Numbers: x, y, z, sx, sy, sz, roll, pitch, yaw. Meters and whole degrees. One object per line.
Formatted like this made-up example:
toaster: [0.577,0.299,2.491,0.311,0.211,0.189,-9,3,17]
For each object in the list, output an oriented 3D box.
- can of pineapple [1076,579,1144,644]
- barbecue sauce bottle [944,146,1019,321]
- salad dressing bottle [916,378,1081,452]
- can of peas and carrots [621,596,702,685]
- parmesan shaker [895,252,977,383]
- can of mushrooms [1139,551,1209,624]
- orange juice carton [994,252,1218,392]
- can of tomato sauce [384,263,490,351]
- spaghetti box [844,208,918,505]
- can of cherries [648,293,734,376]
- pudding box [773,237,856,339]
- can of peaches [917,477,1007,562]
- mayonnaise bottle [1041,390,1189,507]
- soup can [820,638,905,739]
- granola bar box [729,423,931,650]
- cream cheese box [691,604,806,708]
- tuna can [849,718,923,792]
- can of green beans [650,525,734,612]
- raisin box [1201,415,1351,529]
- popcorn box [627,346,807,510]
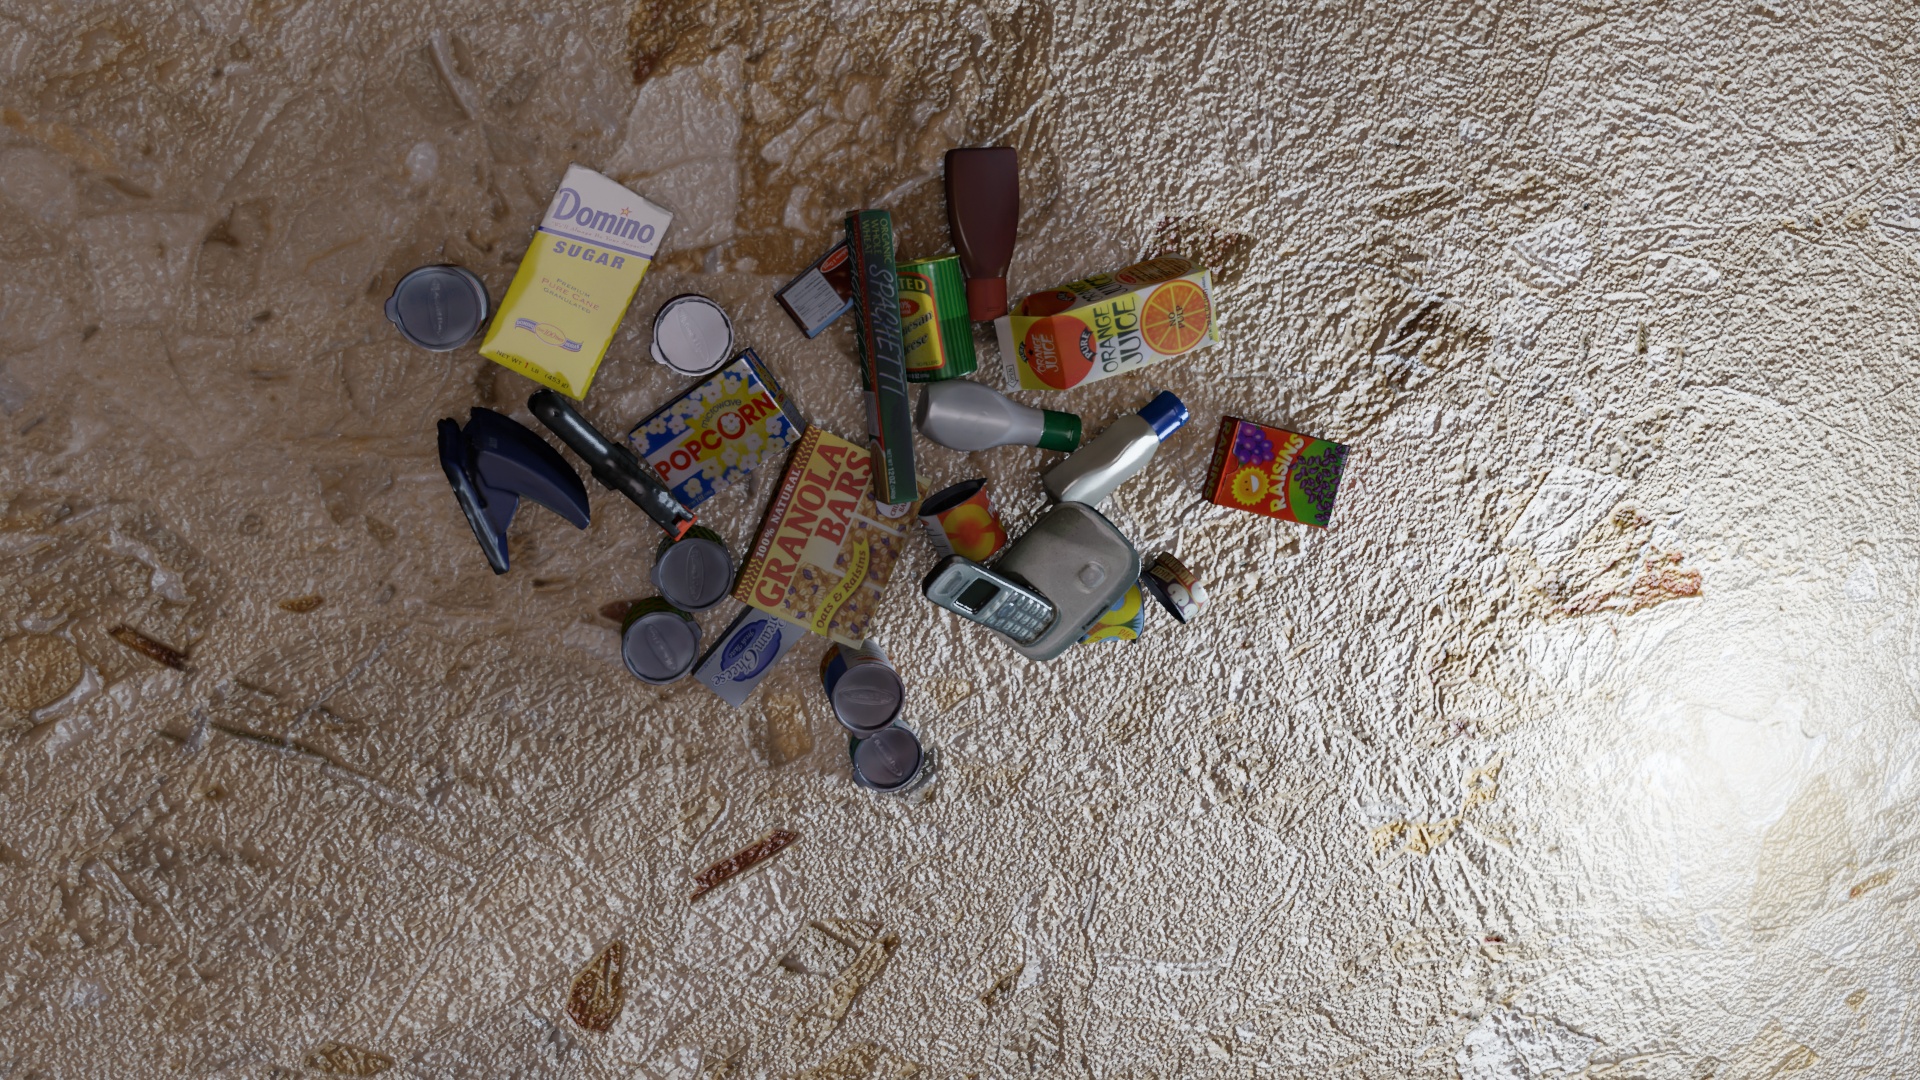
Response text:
can of pineapple: [0.136,0.065,1.308,0.058,0.071,0.070,-5,103,-12]
barbecue sauce bottle: [0.021,-0.269,1.222,0.065,0.044,0.148,-7,104,-17]
salad dressing bottle: [0.036,-0.108,1.260,0.148,0.044,0.064,8,99,-17]
can of peas and carrots: [-0.262,0.085,1.219,0.071,0.059,0.070,-3,102,-14]
parmesan shaker: [-0.023,-0.194,1.212,0.071,0.071,0.102,-13,104,-11]
can of mushrooms: [0.202,0.043,1.319,0.033,0.071,0.071,-40,108,-3]
orange juice carton: [0.125,-0.192,1.242,0.193,0.073,0.071,-18,117,-10]
can of tomato sauce: [-0.415,-0.187,1.110,0.071,0.083,0.071,-3,103,-13]
spaghetti box: [-0.067,-0.156,1.183,0.029,0.050,0.249,-8,100,-17]
can of cherries: [-0.229,-0.174,1.172,0.071,0.058,0.071,-3,104,-13]
pudding box: [-0.115,-0.219,1.206,0.084,0.030,0.049,-40,107,-3]
can of peaches: [0.004,-0.016,1.259,0.071,0.071,0.058,-28,107,-7]
mayonnaise bottle: [0.145,-0.081,1.286,0.148,0.041,0.064,-39,150,-6]
soup can: [-0.090,0.132,1.258,0.071,0.084,0.071,-3,103,-13]
granola bar box: [-0.116,-0.003,1.233,0.124,0.039,0.165,24,85,-17]
cream cheese box: [-0.189,0.096,1.257,0.053,0.024,0.104,41,90,-19]
tuna can: [-0.072,0.201,1.304,0.071,0.033,0.071,-3,102,-13]
can of green beans: [-0.233,0.024,1.213,0.071,0.058,0.071,-3,103,-13]
raisin box: [0.303,-0.065,1.337,0.123,0.040,0.086,12,100,-15]
popcorn box: [-0.208,-0.094,1.188,0.126,0.038,0.085,-32,107,11]
